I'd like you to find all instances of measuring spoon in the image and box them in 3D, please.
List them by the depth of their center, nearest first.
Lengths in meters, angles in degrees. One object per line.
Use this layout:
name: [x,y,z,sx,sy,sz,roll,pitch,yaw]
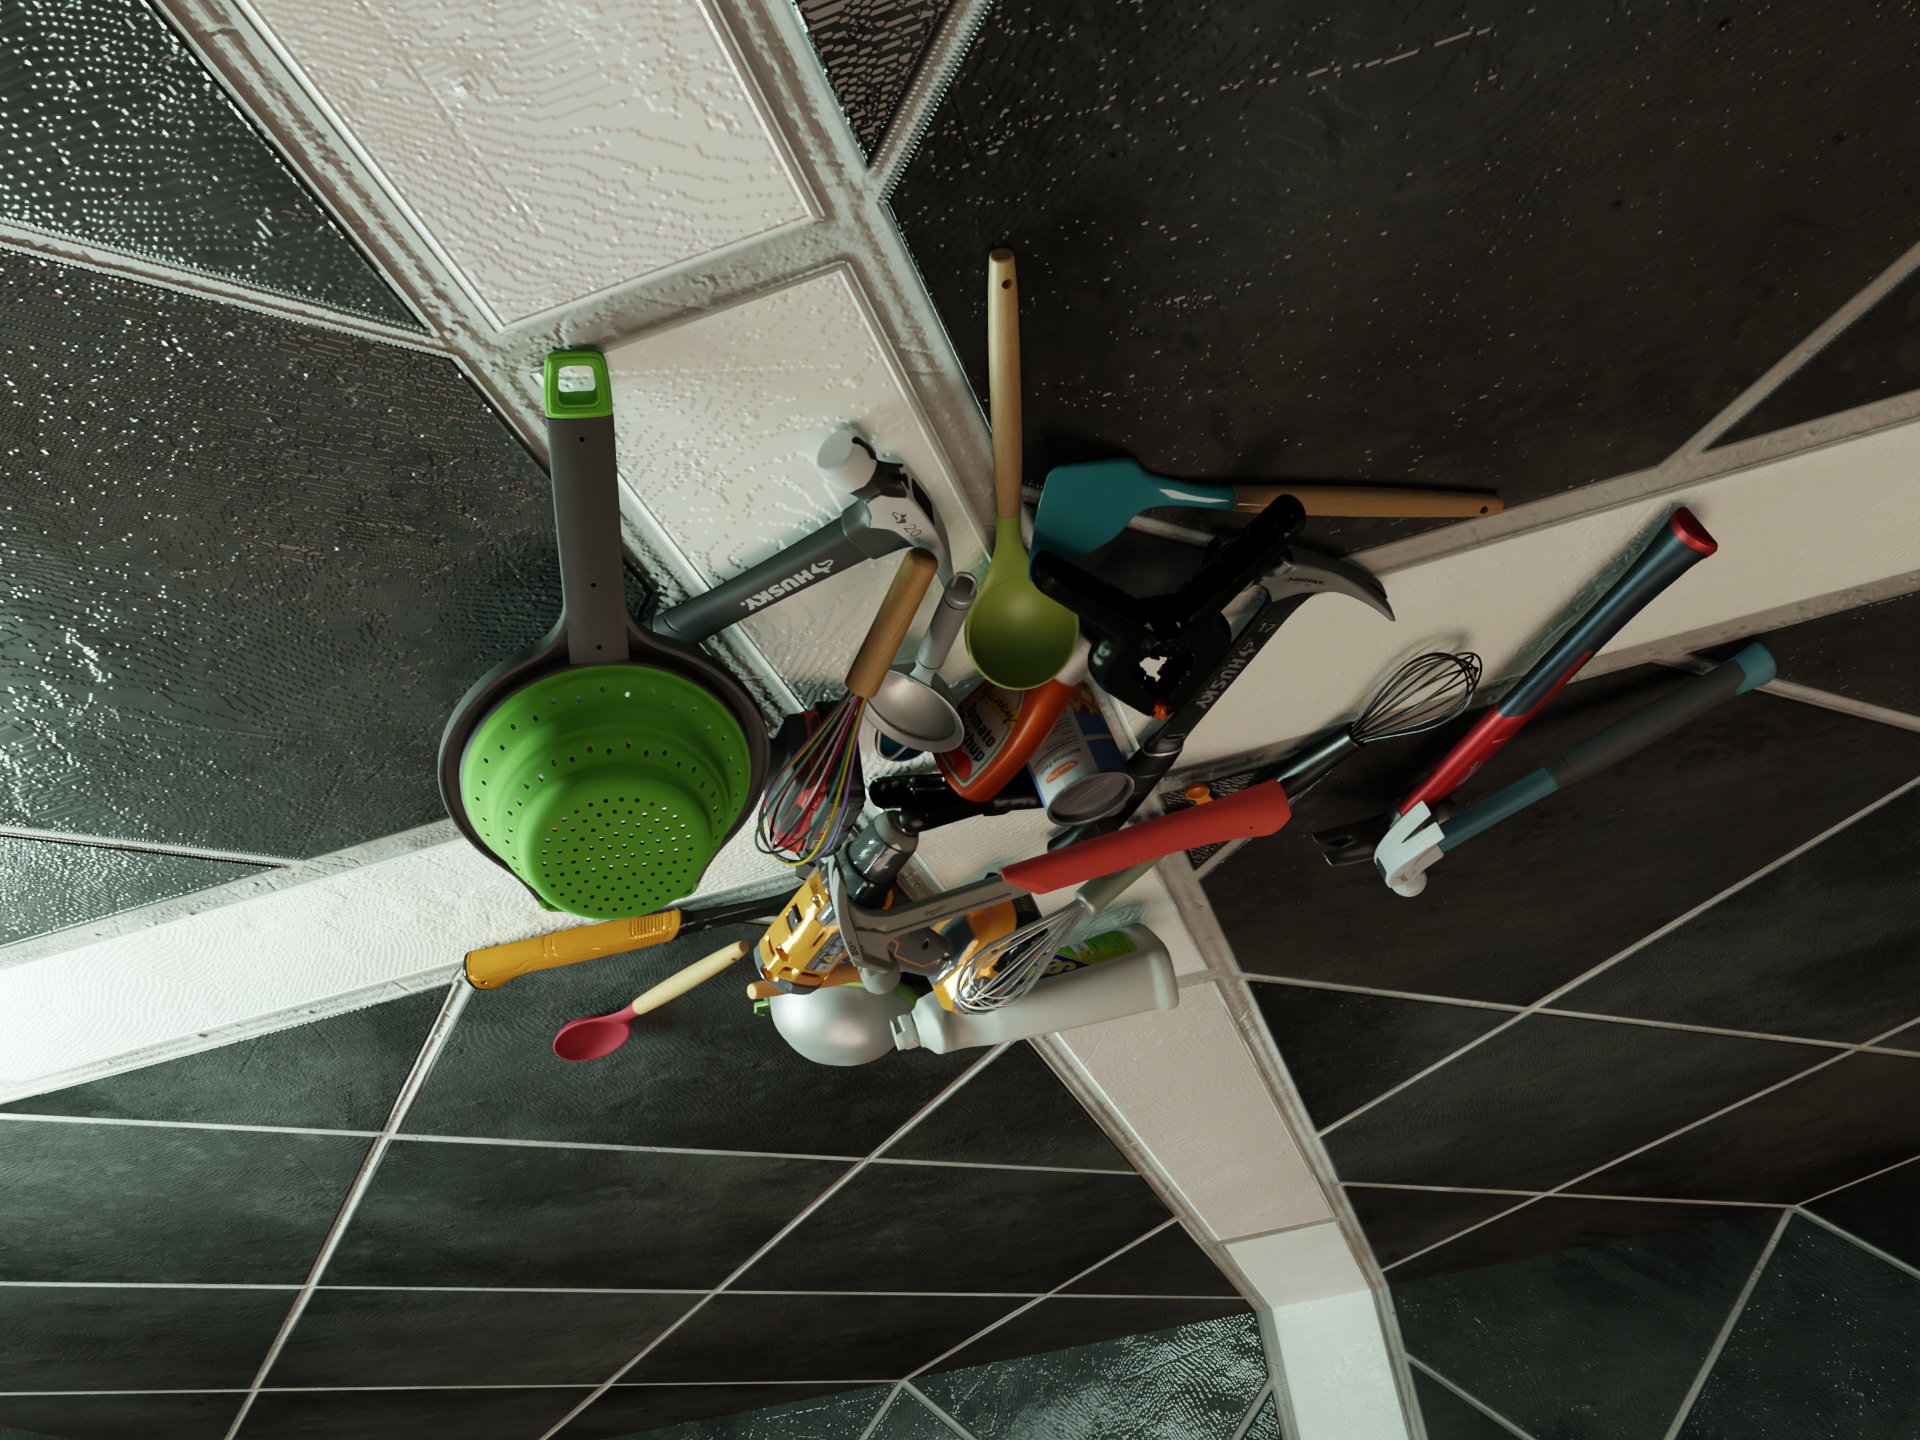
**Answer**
measuring spoon: [-0.002,-0.004,1.157,0.128,0.021,0.042,-16,134,-3]
measuring spoon: [0.212,0.074,1.320,0.021,0.011,0.116,-21,148,19]

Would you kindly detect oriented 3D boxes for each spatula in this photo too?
spatula: [0.194,-0.129,0.981,0.317,0.044,0.082,-1,131,-12]
spatula: [-0.059,0.225,1.409,0.322,0.041,0.081,-2,152,-48]

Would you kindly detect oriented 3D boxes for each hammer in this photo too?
hammer: [-0.157,-0.065,1.012,0.335,0.035,0.146,-24,142,23]
hammer: [0.407,-0.012,1.177,0.143,0.038,0.386,-10,149,-30]
hammer: [0.165,0.007,1.187,0.149,0.036,0.408,6,144,-21]
hammer: [0.080,0.107,1.223,0.359,0.037,0.149,-17,135,-5]
hammer: [0.473,0.038,1.238,0.331,0.033,0.128,-32,153,13]
hammer: [-0.266,0.176,1.348,0.337,0.034,0.127,-13,147,8]

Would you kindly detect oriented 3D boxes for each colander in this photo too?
colander: [-0.207,-0.013,0.922,0.204,0.095,0.396,-5,126,-13]

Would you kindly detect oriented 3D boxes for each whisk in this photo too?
whisk: [-0.075,-0.005,0.998,0.051,0.047,0.245,8,123,-33]
whisk: [0.303,0.014,1.216,0.055,0.055,0.239,15,144,-30]
whisk: [0.094,0.153,1.291,0.246,0.058,0.059,-38,121,-12]

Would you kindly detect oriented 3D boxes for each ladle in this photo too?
ladle: [0.033,-0.134,0.932,0.078,0.062,0.319,-21,145,-12]
ladle: [-0.278,0.252,1.435,0.069,0.031,0.315,14,148,-37]

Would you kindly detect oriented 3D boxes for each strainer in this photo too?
strainer: [-0.019,-0.038,1.034,0.087,0.050,0.258,29,156,0]
strainer: [-0.064,0.296,1.502,0.256,0.069,0.151,13,154,-19]

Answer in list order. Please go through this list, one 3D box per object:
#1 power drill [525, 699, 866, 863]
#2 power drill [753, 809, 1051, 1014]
power drill: [-0.194,0.054,1.121,0.226,0.080,0.187,0,153,-18]
power drill: [-0.032,0.158,1.306,0.226,0.084,0.185,16,124,-37]
